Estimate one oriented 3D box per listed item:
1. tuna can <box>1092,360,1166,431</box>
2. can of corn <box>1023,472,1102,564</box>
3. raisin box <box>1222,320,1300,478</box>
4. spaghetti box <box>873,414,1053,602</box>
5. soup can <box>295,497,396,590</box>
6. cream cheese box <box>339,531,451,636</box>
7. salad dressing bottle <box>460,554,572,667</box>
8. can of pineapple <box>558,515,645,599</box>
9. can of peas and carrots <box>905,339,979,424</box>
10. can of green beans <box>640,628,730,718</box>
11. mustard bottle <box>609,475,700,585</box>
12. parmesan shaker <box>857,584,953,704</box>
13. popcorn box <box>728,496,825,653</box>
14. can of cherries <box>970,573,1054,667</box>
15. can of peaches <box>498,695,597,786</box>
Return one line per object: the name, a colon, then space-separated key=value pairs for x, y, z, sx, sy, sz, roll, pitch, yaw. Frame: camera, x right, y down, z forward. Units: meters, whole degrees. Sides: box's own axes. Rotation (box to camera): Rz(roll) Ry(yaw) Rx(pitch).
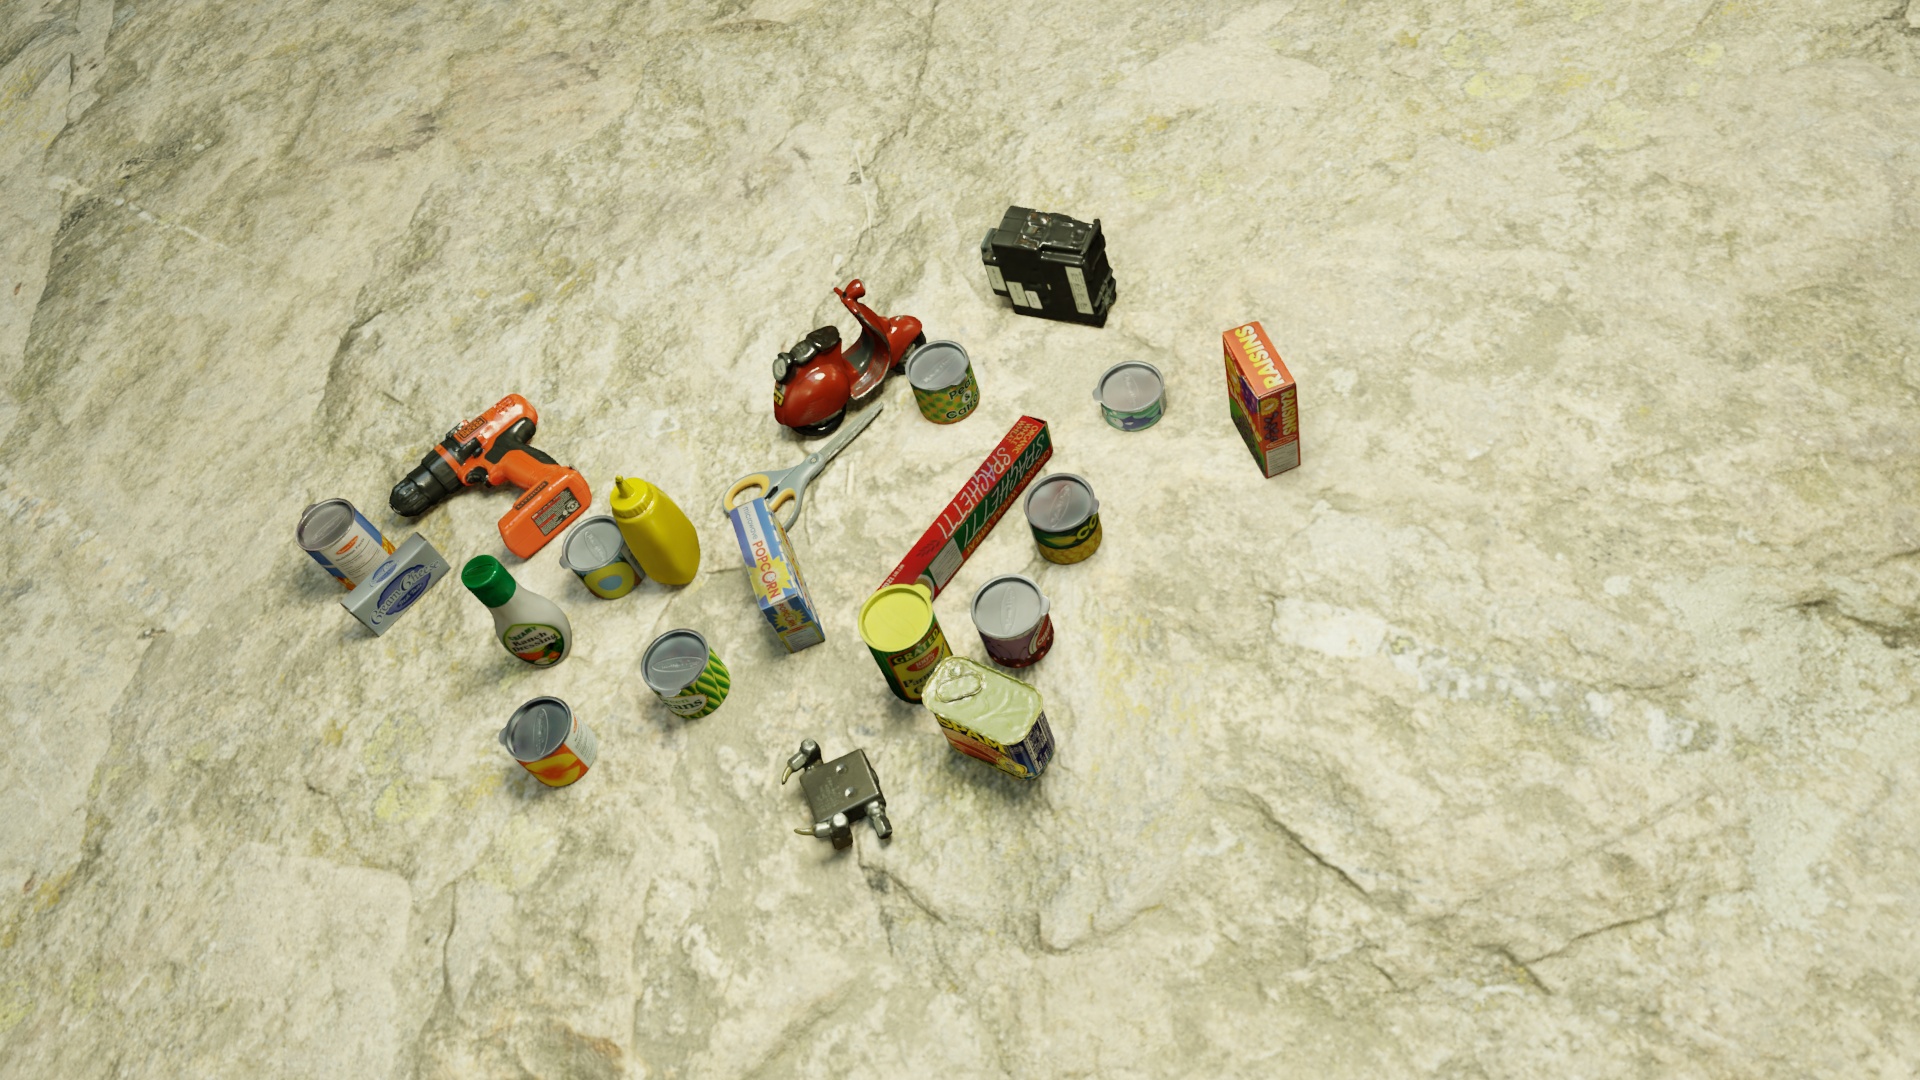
tuna can: x=0.167 y=-0.142 z=1.371 sx=0.071 sy=0.032 sz=0.071 roll=-7 pitch=55 yaw=10
can of corn: x=0.098 y=-0.019 z=1.289 sx=0.071 sy=0.058 sz=0.071 roll=-7 pitch=55 yaw=10
raisin box: x=0.276 y=-0.129 z=1.276 sx=0.040 sy=0.123 sz=0.086 roll=-20 pitch=54 yaw=1
spaghetti box: x=0.005 y=-0.017 z=1.317 sx=0.029 sy=0.050 sz=0.251 roll=28 pitch=67 yaw=29
soup can: x=-0.644 y=0.004 z=1.456 sx=0.071 sy=0.083 sz=0.072 roll=-7 pitch=55 yaw=10
cream cheese box: x=-0.580 y=0.045 z=1.430 sx=0.024 sy=0.053 sz=0.104 roll=31 pitch=69 yaw=30
salad dressing bottle: x=-0.420 y=0.067 z=1.314 sx=0.064 sy=0.147 sz=0.044 roll=-19 pitch=54 yaw=2
can of pineapple: x=-0.356 y=0.018 z=1.386 sx=0.071 sy=0.057 sz=0.071 roll=-7 pitch=55 yaw=10
can of peas and carrots: x=-0.016 y=-0.160 z=1.417 sx=0.071 sy=0.058 sz=0.071 roll=-7 pitch=55 yaw=10
can of green beans: x=-0.254 y=0.124 z=1.285 sx=0.071 sy=0.057 sz=0.071 roll=-7 pitch=55 yaw=10
mustard bottle: x=-0.298 y=-0.018 z=1.332 sx=0.049 sy=0.159 sz=0.065 roll=-4 pitch=56 yaw=13
parmesan shaker: x=-0.043 y=0.091 z=1.223 sx=0.071 sy=0.102 sz=0.071 roll=-7 pitch=55 yaw=10
popcorn box: x=-0.173 y=0.032 z=1.310 sx=0.038 sy=0.085 sz=0.127 roll=-24 pitch=54 yaw=-1
can of cherries: x=0.049 y=0.073 z=1.239 sx=0.071 sy=0.058 sz=0.072 roll=-7 pitch=55 yaw=10
can of peaches: x=-0.378 y=0.185 z=1.276 sx=0.071 sy=0.057 sz=0.071 roll=-7 pitch=55 yaw=10
